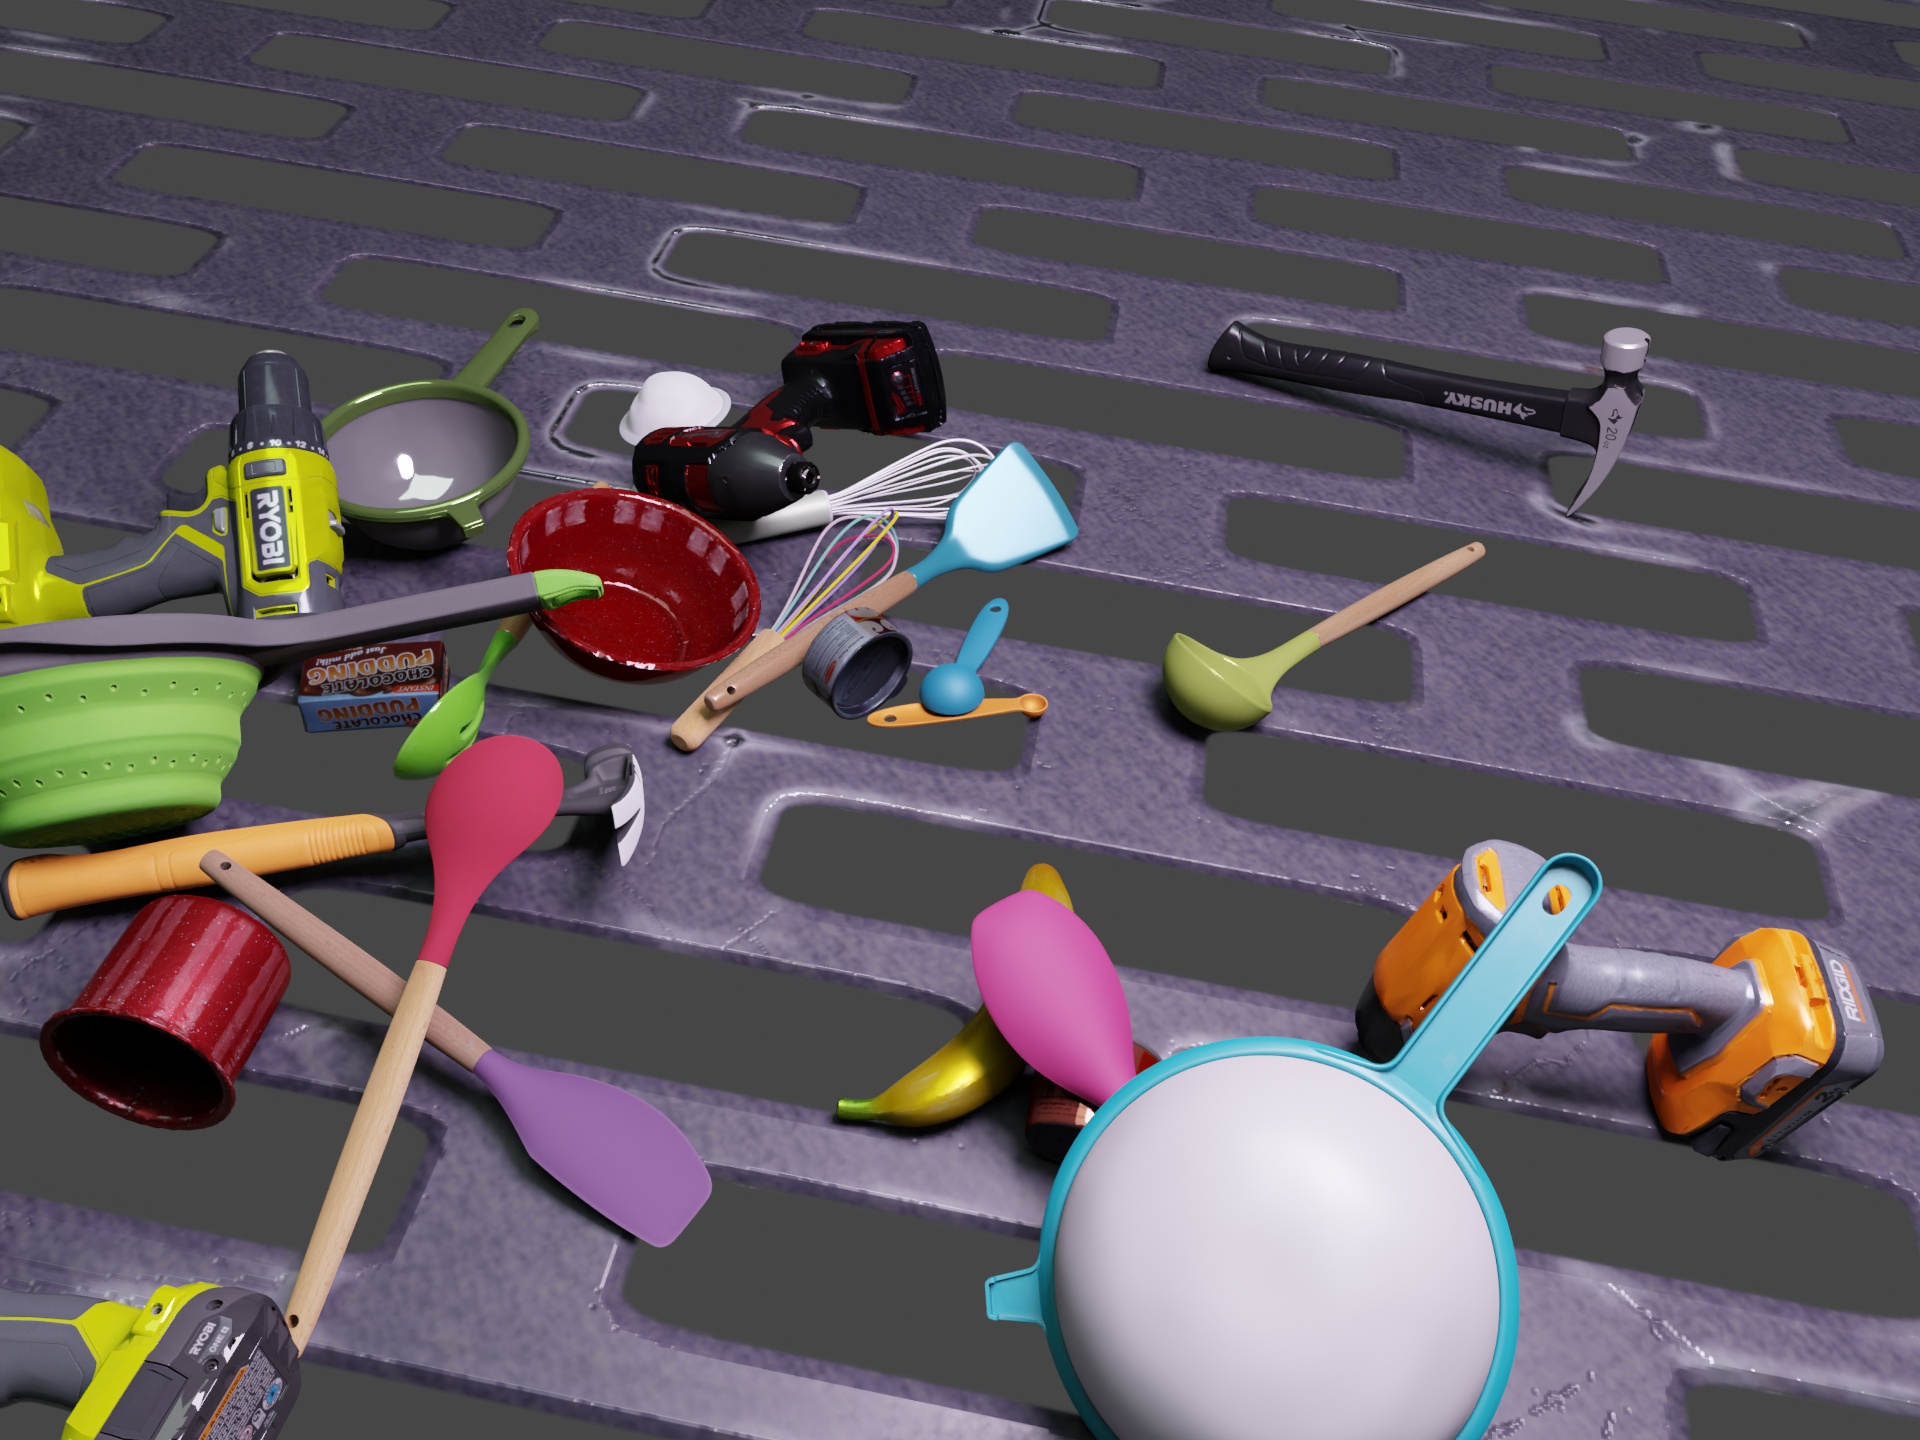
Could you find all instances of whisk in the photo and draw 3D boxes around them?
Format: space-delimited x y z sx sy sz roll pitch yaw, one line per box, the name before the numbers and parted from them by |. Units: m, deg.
whisk | -0.111 -0.063 1.046 0.047 0.051 0.245 11 46 34
whisk | -0.088 -0.154 1.128 0.246 0.057 0.059 -14 79 -13

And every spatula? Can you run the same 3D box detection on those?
spatula | -0.047 -0.087 1.051 0.317 0.044 0.082 -36 94 -38
spatula | -0.259 0.155 0.800 0.316 0.018 0.060 32 47 9

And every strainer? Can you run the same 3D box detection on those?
strainer | 0.171 0.189 0.677 0.211 0.095 0.340 37 87 19
strainer | -0.355 -0.200 1.125 0.151 0.069 0.257 11 46 8
strainer | -0.221 -0.186 1.149 0.087 0.050 0.259 -5 48 11

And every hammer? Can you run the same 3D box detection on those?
hammer | 0.351 -0.257 1.240 0.335 0.146 0.035 17 46 26
hammer | -0.343 0.068 0.869 0.337 0.034 0.127 -9 17 -10

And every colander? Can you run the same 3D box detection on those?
colander | -0.389 -0.004 0.876 0.397 0.204 0.094 -13 84 -11

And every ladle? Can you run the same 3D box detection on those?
ladle | -0.267 0.143 0.772 0.069 0.031 0.316 9 65 9
ladle | 0.260 -0.073 1.080 0.320 0.062 0.078 -26 57 -31

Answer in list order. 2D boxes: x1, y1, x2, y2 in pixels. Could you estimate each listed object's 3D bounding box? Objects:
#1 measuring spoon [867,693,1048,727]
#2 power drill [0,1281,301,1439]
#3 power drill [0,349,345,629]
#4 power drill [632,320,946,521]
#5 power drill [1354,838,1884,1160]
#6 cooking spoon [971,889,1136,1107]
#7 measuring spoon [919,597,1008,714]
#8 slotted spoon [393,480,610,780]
measuring spoon | -0.002 -0.003 1.017 0.117 0.011 0.021 -6 38 -7
power drill | -0.410 0.285 0.653 0.223 0.080 0.171 12 47 10
power drill | -0.501 -0.127 0.983 0.228 0.080 0.191 -9 77 -6
power drill | -0.110 -0.206 1.116 0.143 0.078 0.220 9 36 35
power drill | 0.321 0.153 0.817 0.226 0.164 0.084 16 45 -8
cooking spoon | 0.102 0.217 0.747 0.069 0.017 0.319 -26 71 -20
measuring spoon | 0.008 -0.050 1.047 0.042 0.021 0.129 11 41 14
slotted spoon | -0.282 -0.068 1.024 0.031 0.070 0.314 25 40 -9
